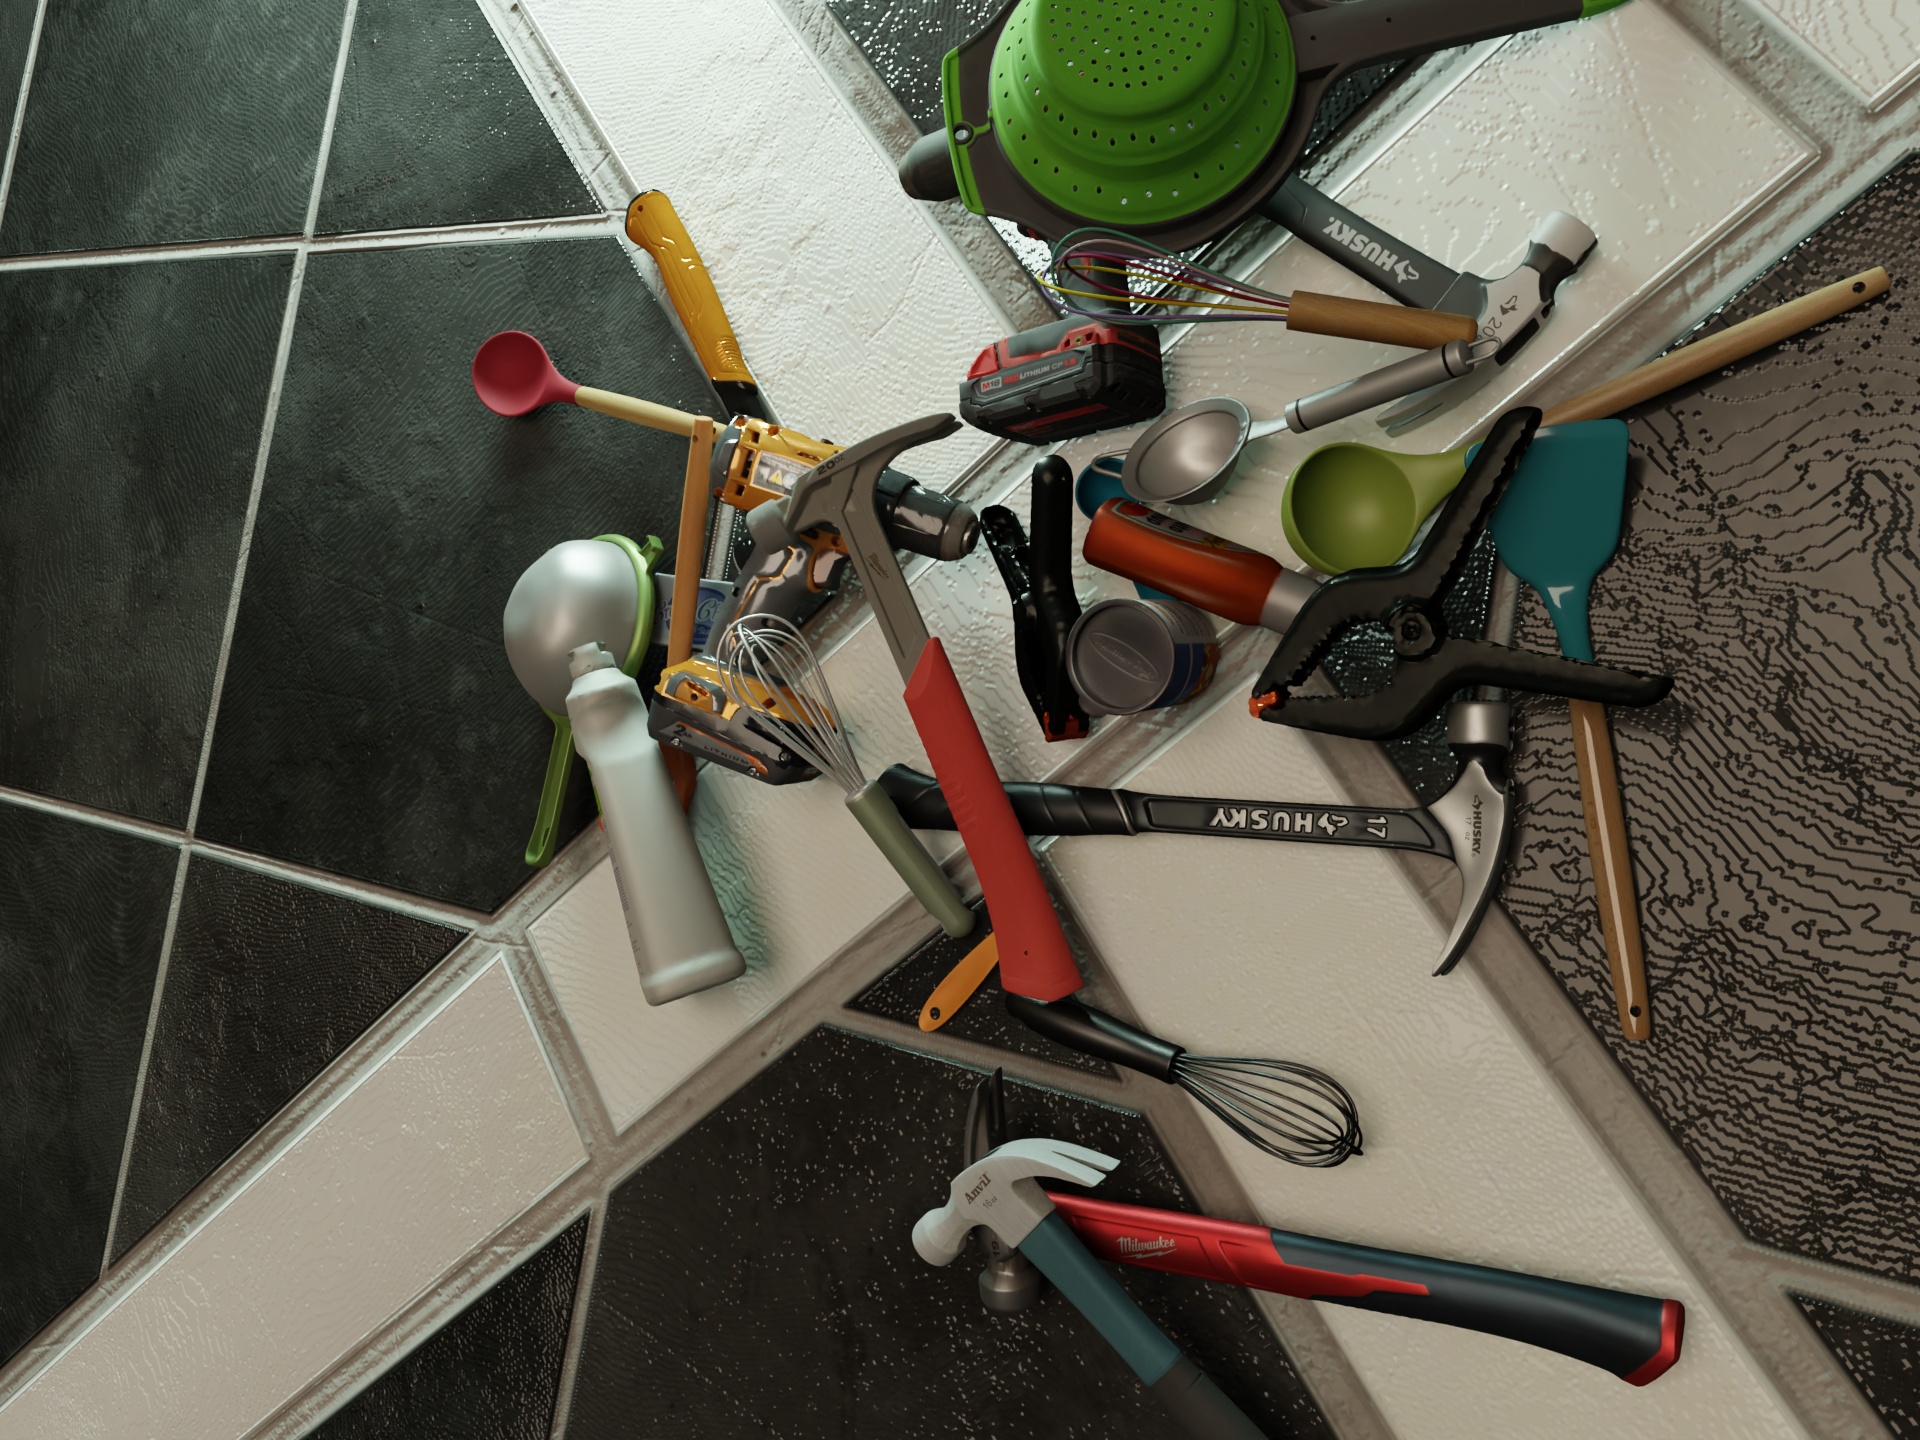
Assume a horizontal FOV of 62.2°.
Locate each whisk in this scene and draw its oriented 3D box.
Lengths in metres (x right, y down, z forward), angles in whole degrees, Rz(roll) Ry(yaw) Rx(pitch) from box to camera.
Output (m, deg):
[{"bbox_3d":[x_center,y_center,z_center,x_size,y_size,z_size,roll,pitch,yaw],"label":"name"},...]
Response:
[{"bbox_3d":[0.163,-0.235,0.887,0.245,0.047,0.051,12,95,12],"label":"whisk"},{"bbox_3d":[0.122,0.199,0.917,0.239,0.055,0.055,16,91,35],"label":"whisk"},{"bbox_3d":[-0.067,0.038,0.998,0.059,0.058,0.246,-37,98,-4],"label":"whisk"}]

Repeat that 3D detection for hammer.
[{"bbox_3d":[-0.002,-0.003,0.968,0.149,0.036,0.359,-26,80,13],"label":"hammer"},{"bbox_3d":[0.198,-0.304,0.955,0.335,0.035,0.146,44,104,29],"label":"hammer"},{"bbox_3d":[0.120,0.363,0.861,0.331,0.033,0.128,44,117,16],"label":"hammer"},{"bbox_3d":[0.117,0.061,0.948,0.409,0.036,0.149,1,84,32],"label":"hammer"},{"bbox_3d":[-0.169,-0.269,1.171,0.127,0.034,0.337,-36,66,22],"label":"hammer"},{"bbox_3d":[0.178,0.279,0.857,0.386,0.038,0.143,0,101,29],"label":"hammer"}]

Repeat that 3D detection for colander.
[{"bbox_3d":[0.178,-0.387,0.877,0.397,0.094,0.204,-10,82,9],"label":"colander"}]

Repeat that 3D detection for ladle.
[{"bbox_3d":[0.323,-0.162,0.846,0.320,0.062,0.078,-23,88,23],"label":"ladle"},{"bbox_3d":[-0.274,-0.245,1.215,0.316,0.031,0.069,22,99,38],"label":"ladle"}]

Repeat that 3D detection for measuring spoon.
[{"bbox_3d":[0.012,0.157,1.011,0.117,0.011,0.021,-50,62,19],"label":"measuring spoon"},{"bbox_3d":[0.111,-0.103,0.990,0.042,0.021,0.129,-26,79,13],"label":"measuring spoon"}]

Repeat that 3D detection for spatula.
[{"bbox_3d":[0.325,0.005,0.824,0.082,0.044,0.318,-8,79,15],"label":"spatula"},{"bbox_3d":[-0.204,-0.055,1.123,0.081,0.041,0.322,24,116,32],"label":"spatula"}]

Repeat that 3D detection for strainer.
[{"bbox_3d":[0.188,-0.169,0.909,0.258,0.050,0.087,-15,44,43],"label":"strainer"},{"bbox_3d":[-0.306,-0.023,1.171,0.151,0.069,0.256,0,76,44],"label":"strainer"}]

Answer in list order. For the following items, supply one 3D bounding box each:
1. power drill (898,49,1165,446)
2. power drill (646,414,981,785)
[{"bbox_3d":[0.042,-0.295,1.008,0.188,0.080,0.227,-7,83,38],"label":"power drill"},{"bbox_3d":[-0.098,-0.072,1.056,0.185,0.084,0.226,20,97,16],"label":"power drill"}]
